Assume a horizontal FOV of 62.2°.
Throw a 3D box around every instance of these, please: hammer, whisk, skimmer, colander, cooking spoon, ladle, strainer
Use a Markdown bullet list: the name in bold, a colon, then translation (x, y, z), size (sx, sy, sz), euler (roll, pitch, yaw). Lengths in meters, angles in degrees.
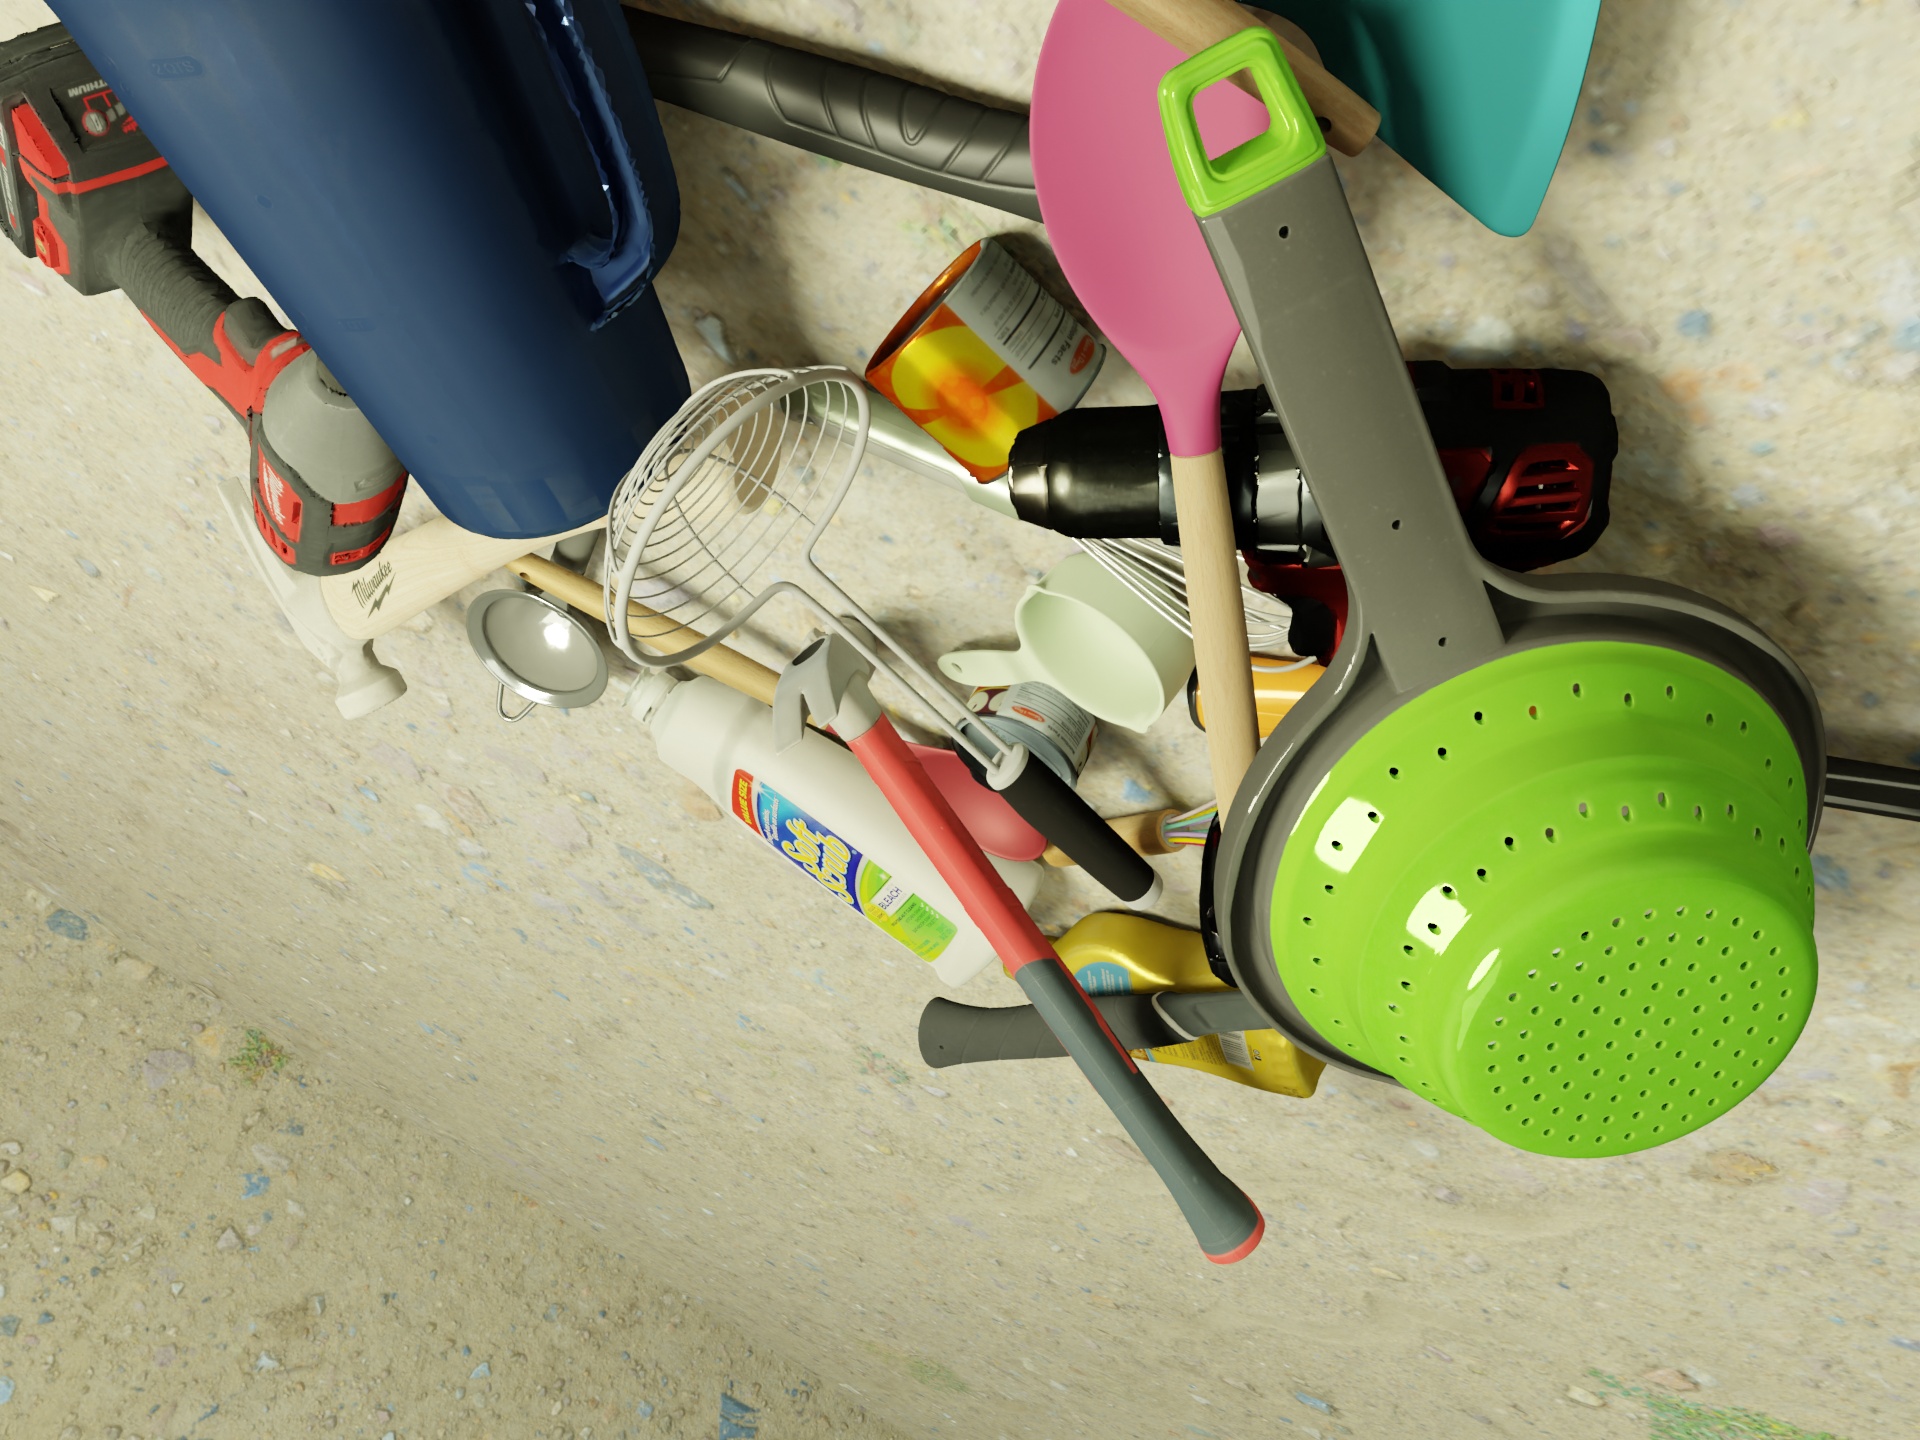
- **hammer**: translation (0.037, 0.125, 0.769), size (0.038, 0.143, 0.386), euler (-33, 104, 10)
- **whisk**: translation (0.036, -0.085, 0.625), size (0.246, 0.059, 0.057), euler (25, 177, 14)
- **skimmer**: translation (-0.001, -0.002, 0.644), size (0.362, 0.127, 0.090), euler (43, 175, -37)
- **whisk**: translation (0.114, 0.053, 0.761), size (0.051, 0.047, 0.245), euler (6, 168, -33)
- **hammer**: translation (-0.229, -0.096, 0.751), size (0.411, 0.038, 0.146), euler (-11, 110, 45)
- **colander**: translation (0.152, 0.004, 0.451), size (0.204, 0.095, 0.396), euler (-26, 119, 9)
- **cooking spoon**: translation (0.075, -0.059, 0.487), size (0.069, 0.017, 0.318), euler (-2, 118, 20)
- **ladle**: translation (-0.091, -0.012, 0.821), size (0.315, 0.031, 0.069), euler (27, 143, -10)
- **strainer**: translation (-0.206, -0.077, 0.836), size (0.087, 0.050, 0.258), euler (30, 144, -8)
- **hammer**: translation (0.244, 0.006, 0.600), size (0.337, 0.034, 0.127), euler (9, 145, 29)
- **hammer**: translation (-0.091, -0.217, 0.540), size (0.335, 0.035, 0.146), euler (21, 148, 12)
- **hammer**: translation (0.131, 0.155, 0.822), size (0.409, 0.036, 0.149), euler (-15, 108, 41)

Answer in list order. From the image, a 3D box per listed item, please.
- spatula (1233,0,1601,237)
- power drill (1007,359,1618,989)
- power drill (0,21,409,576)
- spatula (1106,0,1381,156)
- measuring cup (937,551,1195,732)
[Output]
- **spatula**: translation (0.016, -0.216, 0.446), size (0.317, 0.044, 0.082), euler (20, 145, 17)
- **power drill**: translation (0.117, -0.015, 0.554), size (0.188, 0.080, 0.226), euler (0, 124, 11)
- **power drill**: translation (-0.310, -0.175, 0.663), size (0.219, 0.078, 0.143), euler (52, 148, 2)
- **spatula**: translation (-0.030, -0.225, 0.380), size (0.315, 0.018, 0.059), euler (28, 155, -12)
- **measuring cup**: translation (0.041, -0.036, 0.707), size (0.083, 0.038, 0.168), euler (51, 157, -19)
